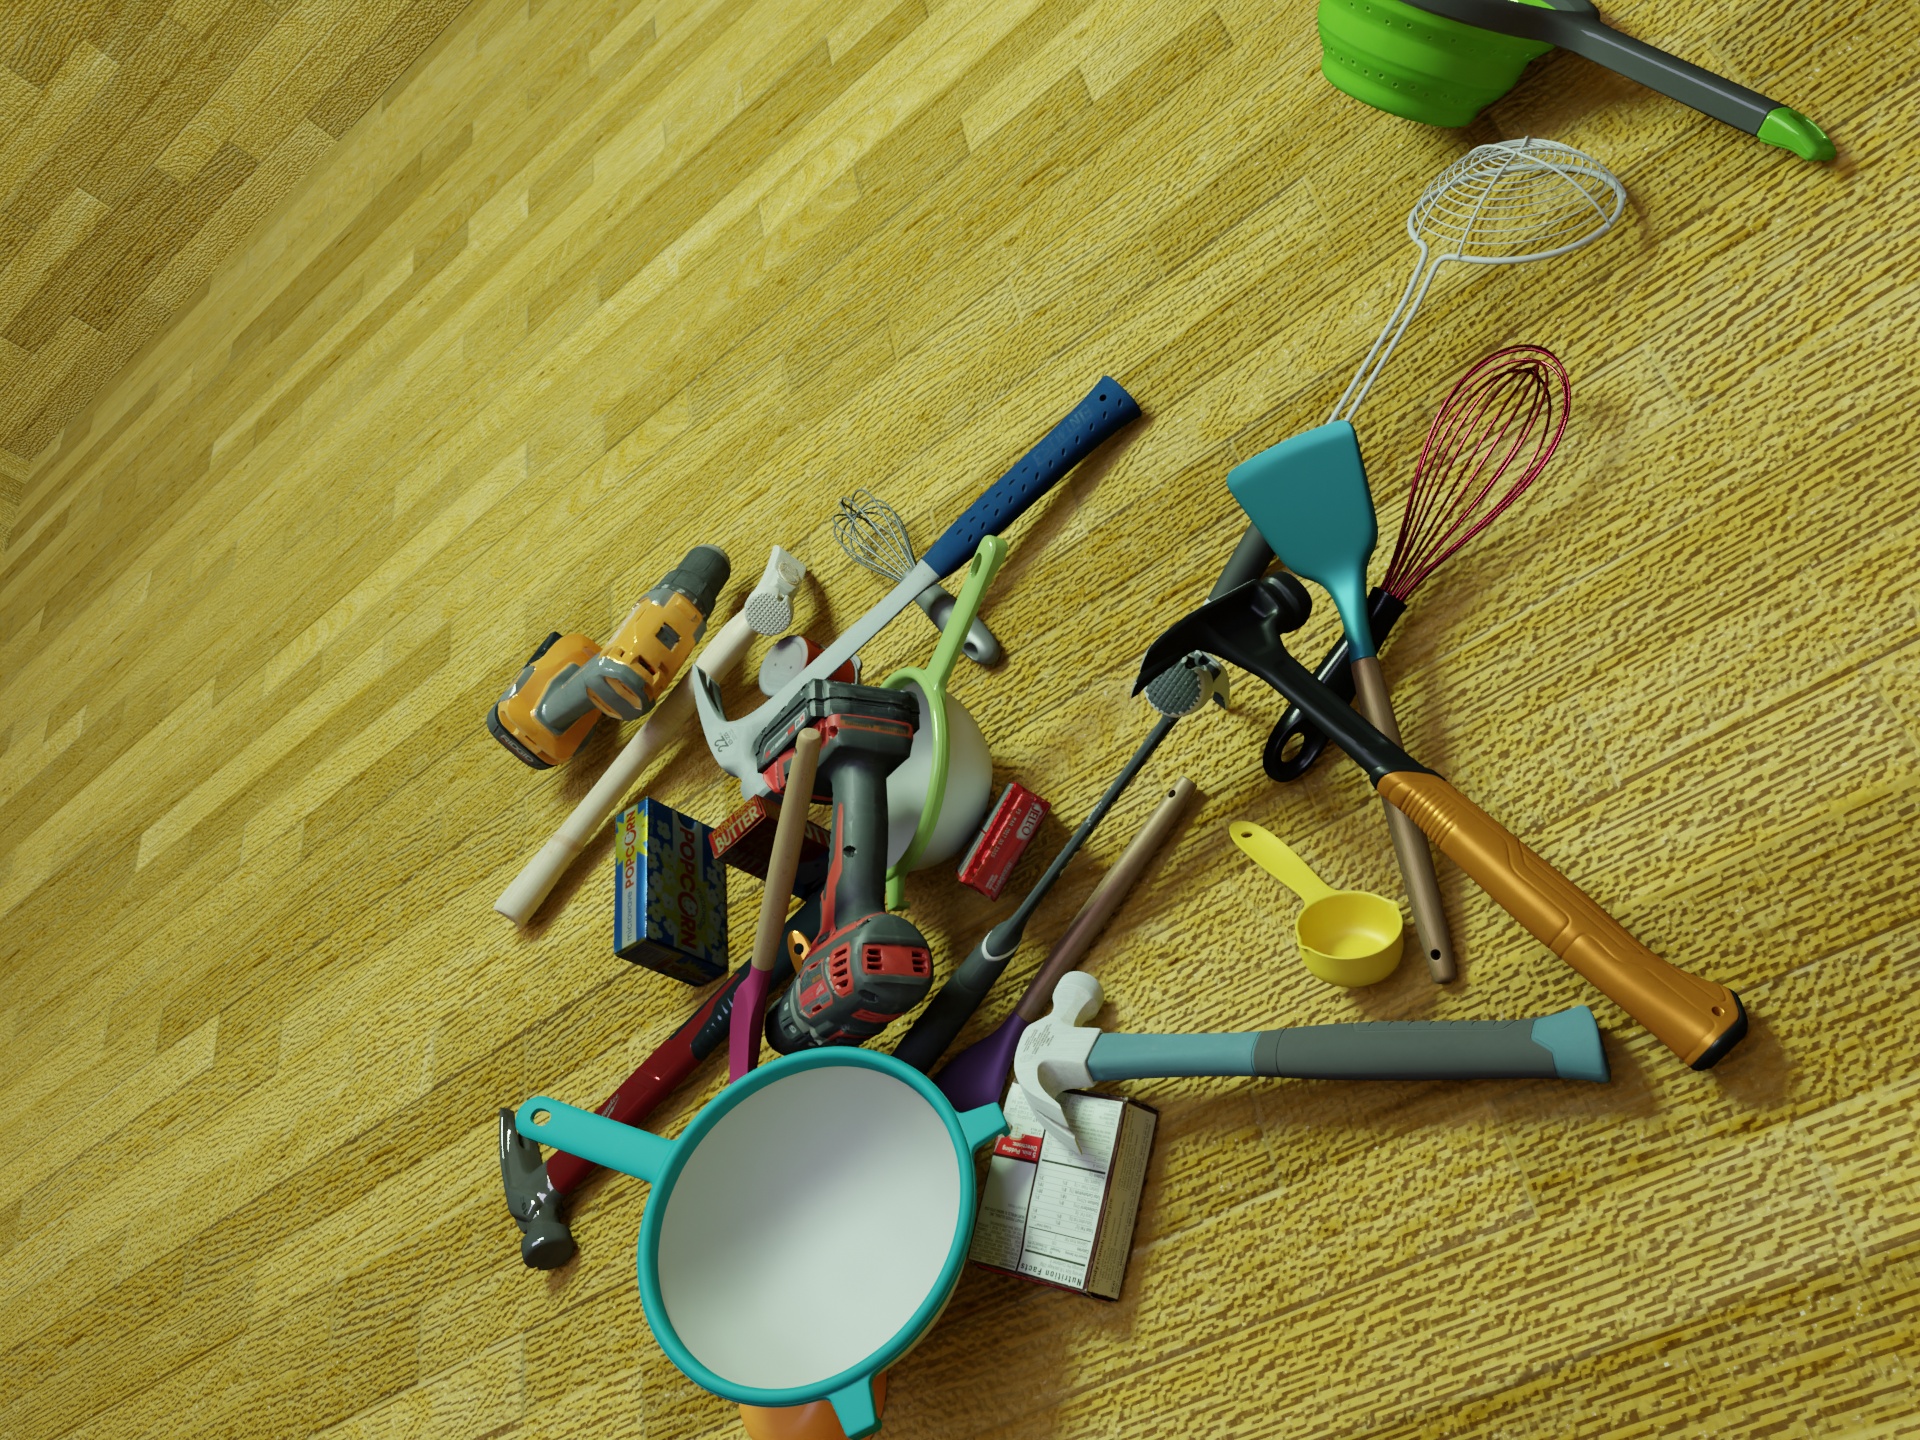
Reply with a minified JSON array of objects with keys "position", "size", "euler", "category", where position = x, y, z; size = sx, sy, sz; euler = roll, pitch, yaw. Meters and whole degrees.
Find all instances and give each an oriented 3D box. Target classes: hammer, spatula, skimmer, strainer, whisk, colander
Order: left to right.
[{"position":[-0.268,0.021,1.354],"size":[0.410,0.038,0.146],"euler":[-48,15,18],"category":"hammer"},{"position":[-0.210,0.235,1.192],"size":[0.386,0.038,0.143],"euler":[-45,42,13],"category":"hammer"},{"position":[-0.131,0.301,0.978],"size":[0.340,0.095,0.211],"euler":[8,57,32],"category":"strainer"},{"position":[-0.035,-0.112,1.234],"size":[0.055,0.055,0.239],"euler":[-50,48,8],"category":"whisk"},{"position":[-0.033,-0.109,1.183],"size":[0.405,0.035,0.144],"euler":[-42,53,1],"category":"hammer"},{"position":[-0.002,-0.003,1.084],"size":[0.256,0.069,0.152],"euler":[-67,28,21],"category":"strainer"},{"position":[0.038,0.122,0.995],"size":[0.036,0.149,0.409],"euler":[39,106,13],"category":"hammer"},{"position":[0.053,0.166,1.008],"size":[0.316,0.018,0.060],"euler":[-55,42,4],"category":"spatula"},{"position":[0.175,0.177,0.853],"size":[0.331,0.033,0.128],"euler":[-9,26,33],"category":"hammer"},{"position":[0.225,-0.010,0.887],"size":[0.082,0.044,0.318],"euler":[-22,67,31],"category":"spatula"},{"position":[0.278,-0.209,1.018],"size":[0.363,0.090,0.127],"euler":[-59,42,13],"category":"skimmer"},{"position":[0.264,-0.090,0.940],"size":[0.073,0.073,0.296],"euler":[38,99,47],"category":"whisk"},{"position":[0.239,0.049,0.800],"size":[0.337,0.127,0.034],"euler":[44,143,26],"category":"hammer"},{"position":[0.357,-0.410,1.016],"size":[0.397,0.204,0.094],"euler":[44,133,31],"category":"colander"}]

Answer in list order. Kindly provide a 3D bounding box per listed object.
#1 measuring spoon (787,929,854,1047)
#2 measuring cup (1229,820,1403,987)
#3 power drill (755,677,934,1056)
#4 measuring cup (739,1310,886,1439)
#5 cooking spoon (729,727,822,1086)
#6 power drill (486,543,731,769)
[{"position":[-0.095,0.196,1.101],"size":[0.021,0.011,0.117],"euler":[-34,67,14],"category":"measuring spoon"},{"position":[0.196,0.102,0.909],"size":[0.062,0.029,0.157],"euler":[-21,28,-11],"category":"measuring cup"},{"position":[-0.086,0.106,1.051],"size":[0.188,0.080,0.227],"euler":[-41,48,53],"category":"power drill"},{"position":[-0.107,0.378,1.001],"size":[0.095,0.052,0.174],"euler":[-40,47,18],"category":"measuring cup"},{"position":[-0.122,0.137,1.016],"size":[0.069,0.017,0.318],"euler":[-114,31,-50],"category":"cooking spoon"},{"position":[-0.298,-0.059,1.383],"size":[0.226,0.084,0.185],"euler":[-23,31,44],"category":"power drill"}]
